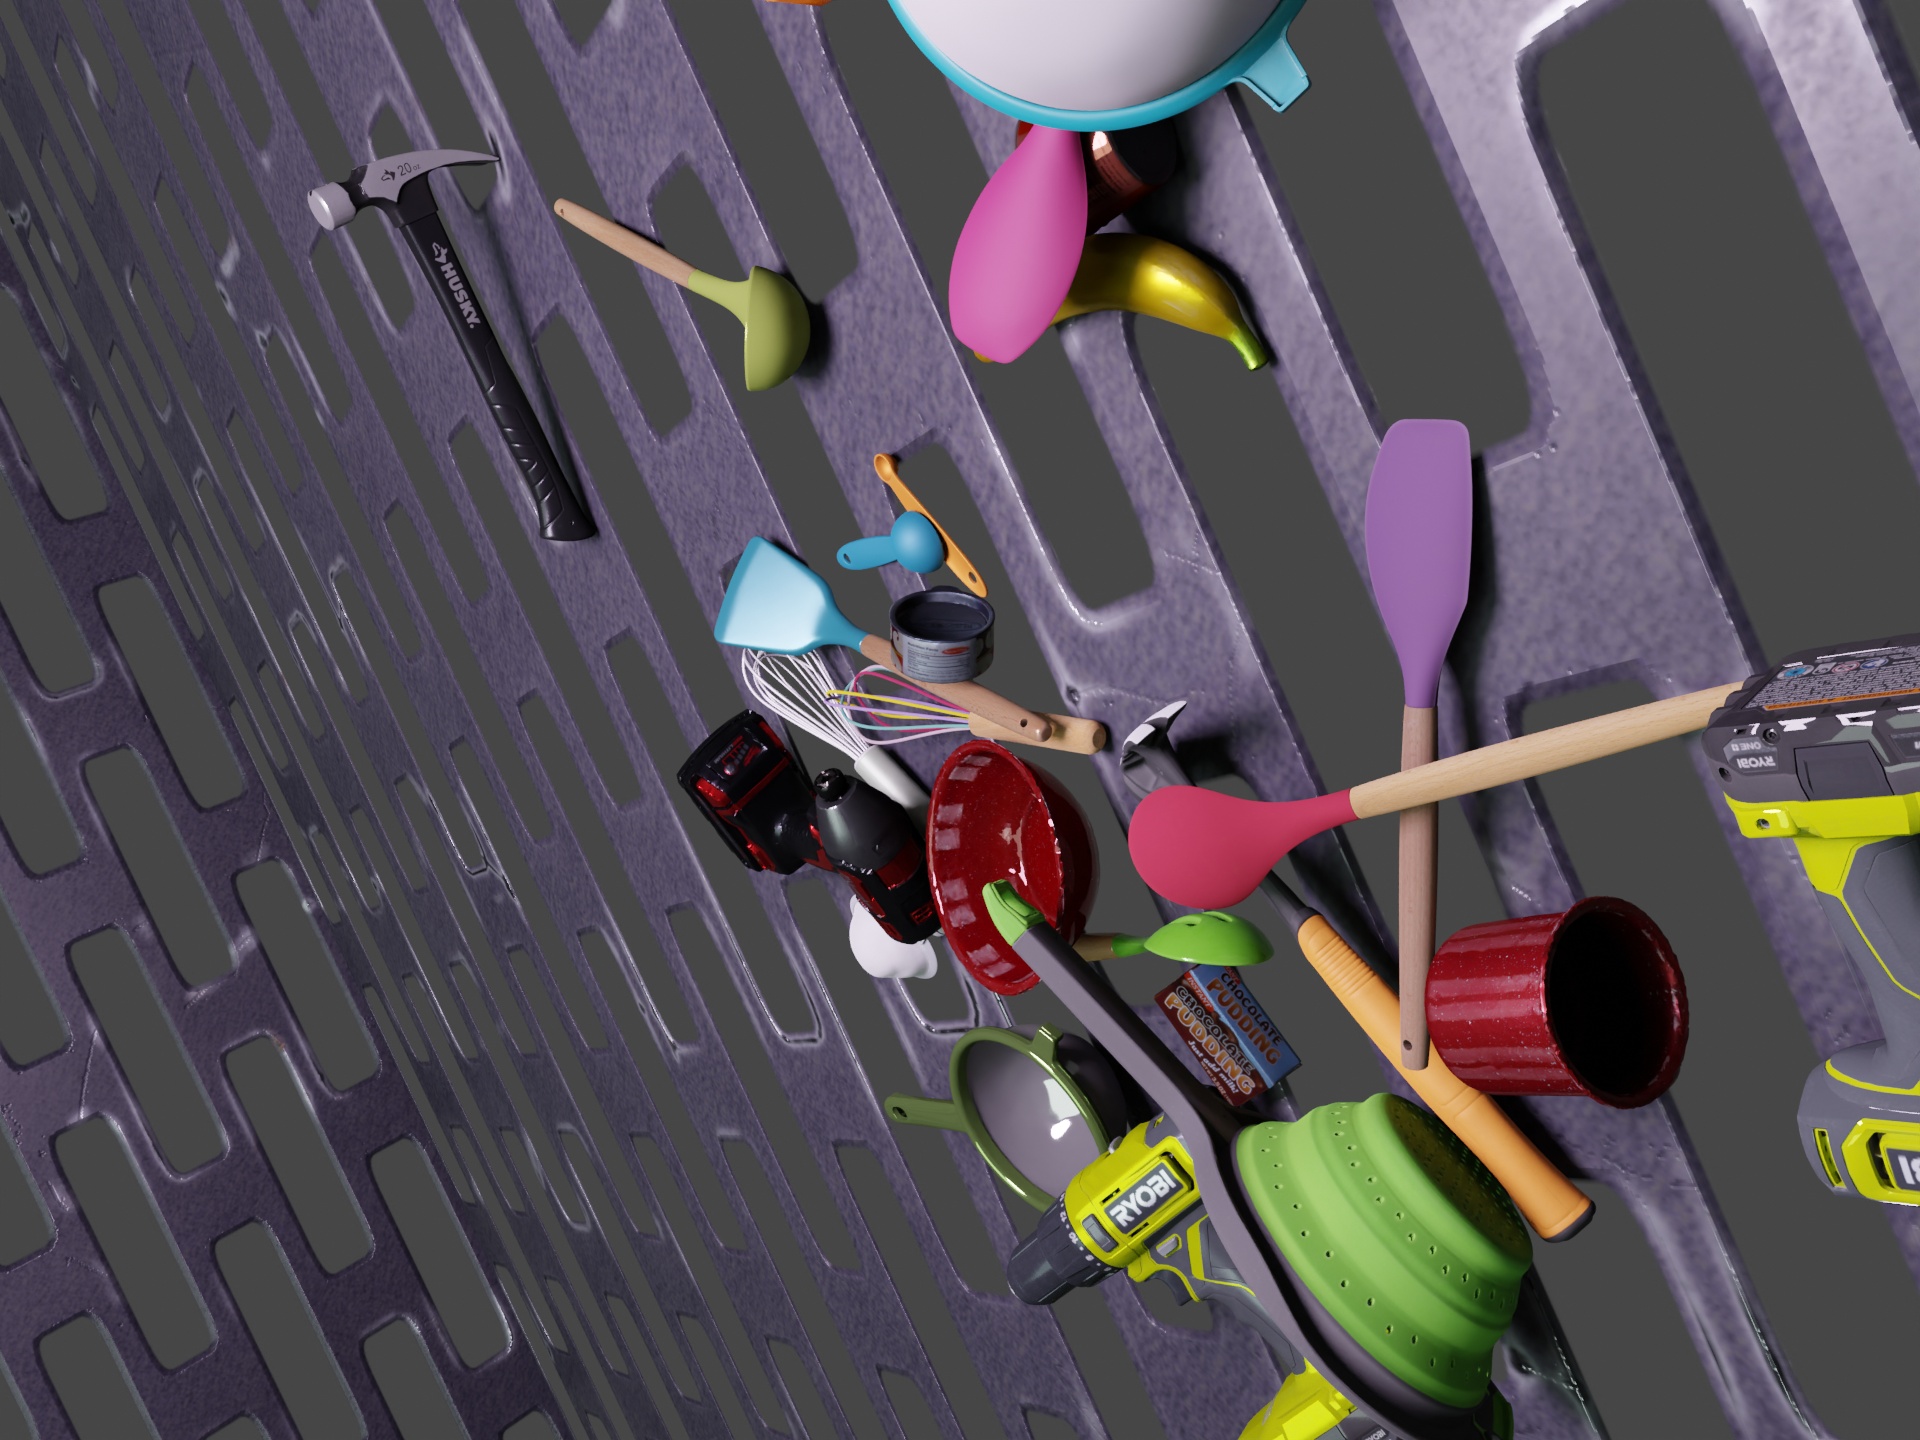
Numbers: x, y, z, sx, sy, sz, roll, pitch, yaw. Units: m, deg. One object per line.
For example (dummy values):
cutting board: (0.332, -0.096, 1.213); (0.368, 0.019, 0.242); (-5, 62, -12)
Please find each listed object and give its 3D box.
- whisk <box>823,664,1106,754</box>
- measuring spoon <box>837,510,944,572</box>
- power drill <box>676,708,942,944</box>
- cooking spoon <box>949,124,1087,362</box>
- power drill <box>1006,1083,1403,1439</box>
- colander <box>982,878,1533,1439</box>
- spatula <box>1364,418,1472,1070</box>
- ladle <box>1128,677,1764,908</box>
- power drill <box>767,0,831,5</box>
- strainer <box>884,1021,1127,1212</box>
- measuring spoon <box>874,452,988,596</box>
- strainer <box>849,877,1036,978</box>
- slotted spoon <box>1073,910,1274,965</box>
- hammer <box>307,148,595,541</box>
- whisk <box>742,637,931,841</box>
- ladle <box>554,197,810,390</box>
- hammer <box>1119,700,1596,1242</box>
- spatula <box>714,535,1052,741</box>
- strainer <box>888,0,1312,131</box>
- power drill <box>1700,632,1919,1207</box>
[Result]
whisk: (0.000, -0.003, 1.042); (0.245, 0.051, 0.047); (9, 139, 45)
measuring spoon: (-0.055, -0.109, 1.046); (0.129, 0.021, 0.042); (-3, 116, 57)
power drill: (-0.105, 0.071, 1.137); (0.220, 0.078, 0.143); (20, 149, 50)
cooking spoon: (0.058, -0.314, 0.707); (0.069, 0.017, 0.318); (34, 118, 27)
power drill: (0.152, 0.361, 0.973); (0.228, 0.080, 0.190); (48, 113, 10)
colander: (0.172, 0.208, 0.851); (0.397, 0.204, 0.094); (46, 107, 15)
spatula: (0.216, 0.017, 0.754); (0.060, 0.018, 0.316); (13, 110, 52)
ladle: (0.206, 0.032, 0.728); (0.315, 0.031, 0.069); (-20, 100, 35)
power drill: (-0.103, -0.466, 0.798); (0.084, 0.164, 0.226); (-26, 77, 55)
strainer: (0.037, 0.270, 1.134); (0.256, 0.069, 0.151); (-14, 103, 54)
measuring spoon: (-0.017, -0.125, 1.008); (0.117, 0.011, 0.021); (52, 152, 10)
strainer: (-0.021, 0.149, 1.160); (0.087, 0.050, 0.258); (50, 142, -7)
slotted spoon: (0.086, 0.144, 1.013); (0.314, 0.070, 0.031); (-18, 77, 60)
hammer: (-0.379, -0.294, 1.288); (0.035, 0.146, 0.334); (12, 132, 48)
whisk: (-0.073, 0.022, 1.140); (0.246, 0.057, 0.059); (45, 111, 18)
ladle: (-0.207, -0.309, 1.094); (0.320, 0.062, 0.078); (36, 134, 37)
hammer: (0.204, 0.130, 0.834); (0.337, 0.034, 0.127); (49, 173, 14)
spatula: (-0.054, -0.044, 1.055); (0.318, 0.044, 0.082); (27, 96, 46)
strainer: (-0.015, -0.350, 0.647); (0.340, 0.095, 0.211); (5, 113, 13)
power drill: (0.379, 0.082, 0.579); (0.171, 0.080, 0.223); (-11, 106, 53)
